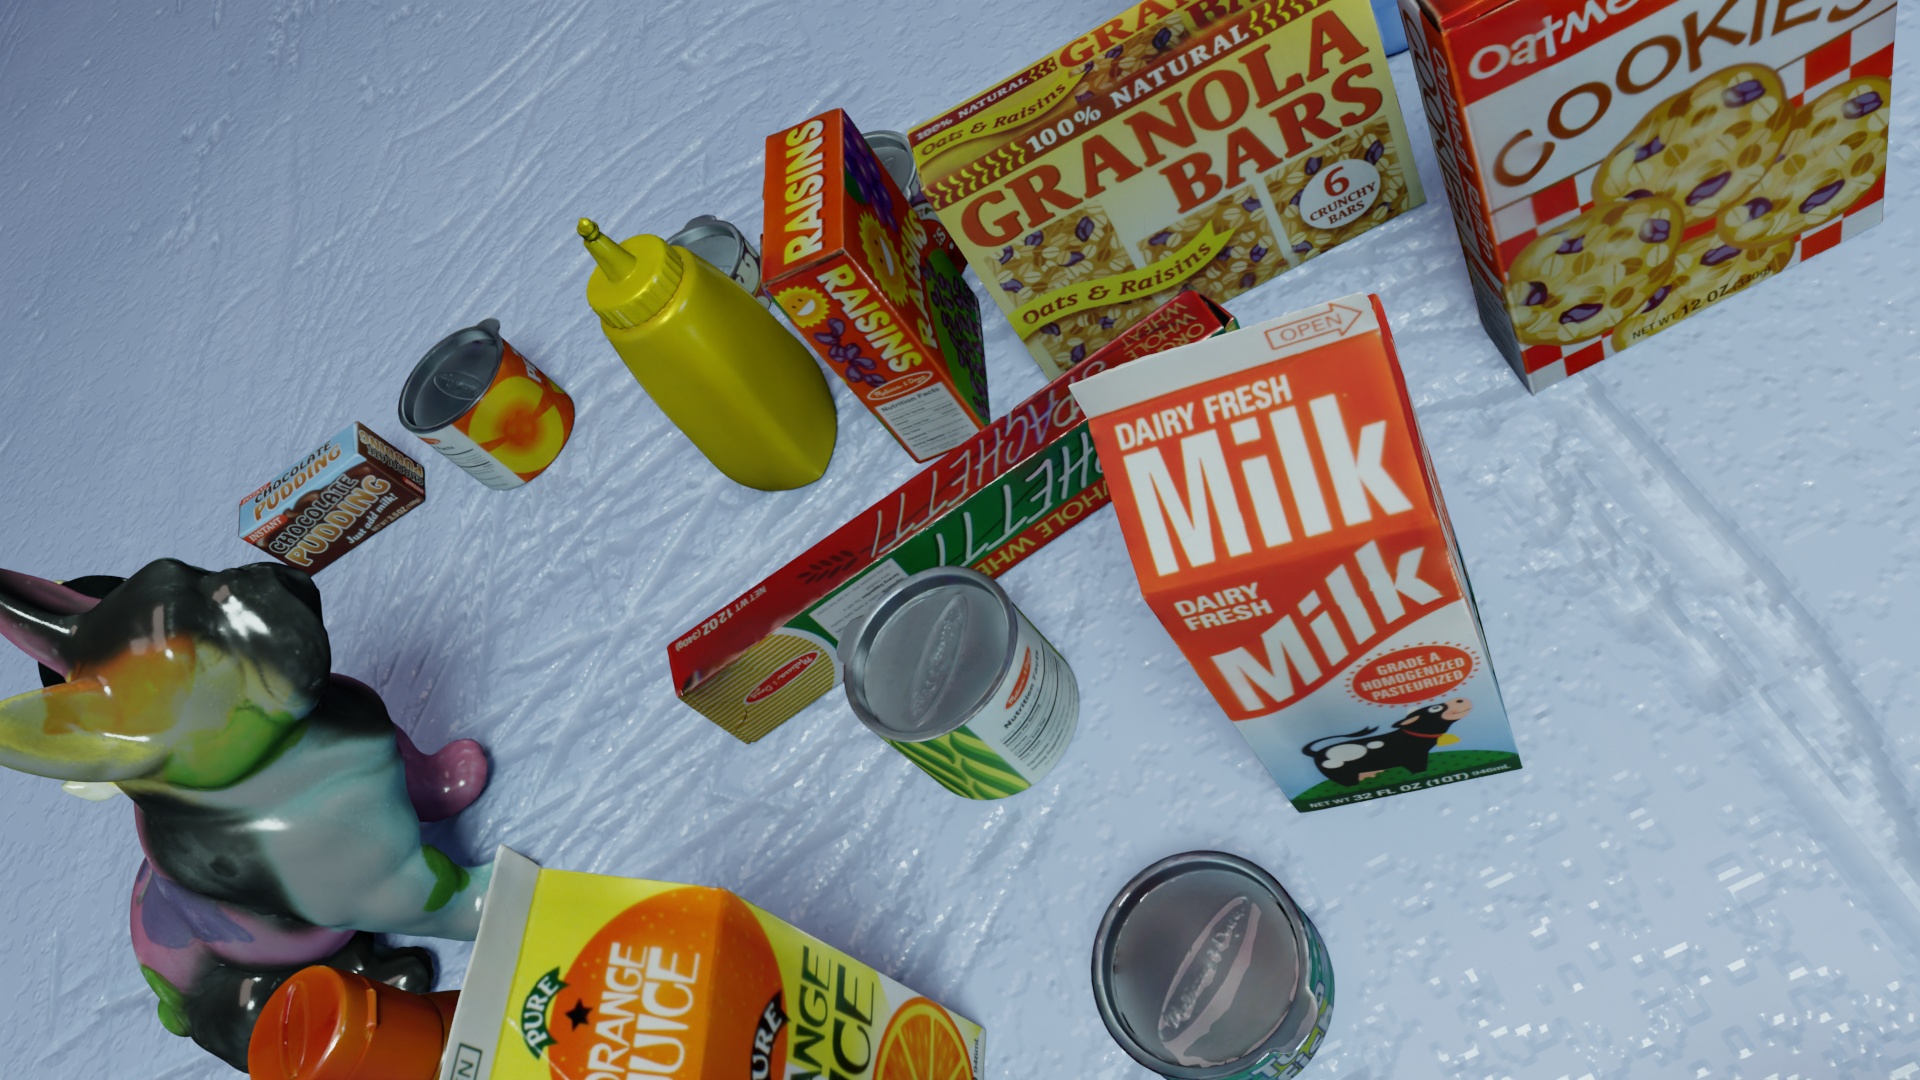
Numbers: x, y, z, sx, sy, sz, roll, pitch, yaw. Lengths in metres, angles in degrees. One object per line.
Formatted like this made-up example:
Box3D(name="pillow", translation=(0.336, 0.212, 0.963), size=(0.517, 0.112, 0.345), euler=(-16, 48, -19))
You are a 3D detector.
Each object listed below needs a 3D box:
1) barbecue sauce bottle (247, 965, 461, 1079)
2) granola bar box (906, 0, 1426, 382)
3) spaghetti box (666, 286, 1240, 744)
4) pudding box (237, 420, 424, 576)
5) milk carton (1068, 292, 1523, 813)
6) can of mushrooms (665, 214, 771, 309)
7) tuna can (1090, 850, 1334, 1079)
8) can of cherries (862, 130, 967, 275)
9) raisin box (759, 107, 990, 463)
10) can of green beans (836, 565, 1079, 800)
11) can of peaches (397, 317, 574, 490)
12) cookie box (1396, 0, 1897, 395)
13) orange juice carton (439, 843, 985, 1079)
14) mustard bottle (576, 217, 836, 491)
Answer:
Box3D(name="barbecue sauce bottle", translation=(-0.151, 0.171, 0.438), size=(0.043, 0.148, 0.065), euler=(-30, 49, 10))
Box3D(name="granola bar box", translation=(0.081, -0.143, 0.531), size=(0.165, 0.124, 0.039), euler=(-26, 50, 14))
Box3D(name="spaghetti box", translation=(0.002, -0.007, 0.535), size=(0.250, 0.050, 0.029), euler=(-34, 49, 6))
Box3D(name="pudding box", translation=(-0.337, -0.022, 0.745), size=(0.083, 0.049, 0.030), euler=(-32, 49, 8))
Box3D(name="milk carton", translation=(0.097, 0.002, 0.379), size=(0.072, 0.190, 0.074), euler=(-17, 53, 21))
Box3D(name="can of mushrooms", translation=(-0.130, -0.129, 0.707), size=(0.071, 0.033, 0.071), euler=(-15, 53, 21))
Box3D(name="tuna can", translation=(0.077, 0.130, 0.410), size=(0.071, 0.032, 0.071), euler=(-15, 53, 21))
Box3D(name="can of cherries", translation=(-0.035, -0.144, 0.644), size=(0.071, 0.058, 0.072), euler=(-15, 53, 21))
Box3D(name="raisin box", translation=(-0.033, -0.102, 0.571), size=(0.040, 0.123, 0.086), euler=(-18, 52, 20))
Box3D(name="can of green beans", translation=(0.002, 0.051, 0.491), size=(0.071, 0.057, 0.071), euler=(-15, 53, 21))
Box3D(name="can of peaches", translation=(-0.241, -0.069, 0.715), size=(0.071, 0.058, 0.071), euler=(-15, 53, 21))
Box3D(name="cookie box", translation=(0.210, -0.131, 0.418), size=(0.123, 0.167, 0.040), euler=(-27, 50, 12))
Box3D(name="orange juice carton", translation=(-0.067, 0.147, 0.376), size=(0.073, 0.192, 0.072), euler=(-12, 55, 24))
Box3D(name="mustard bottle", translation=(-0.109, -0.082, 0.577), size=(0.049, 0.159, 0.065), euler=(-13, 54, 23))
